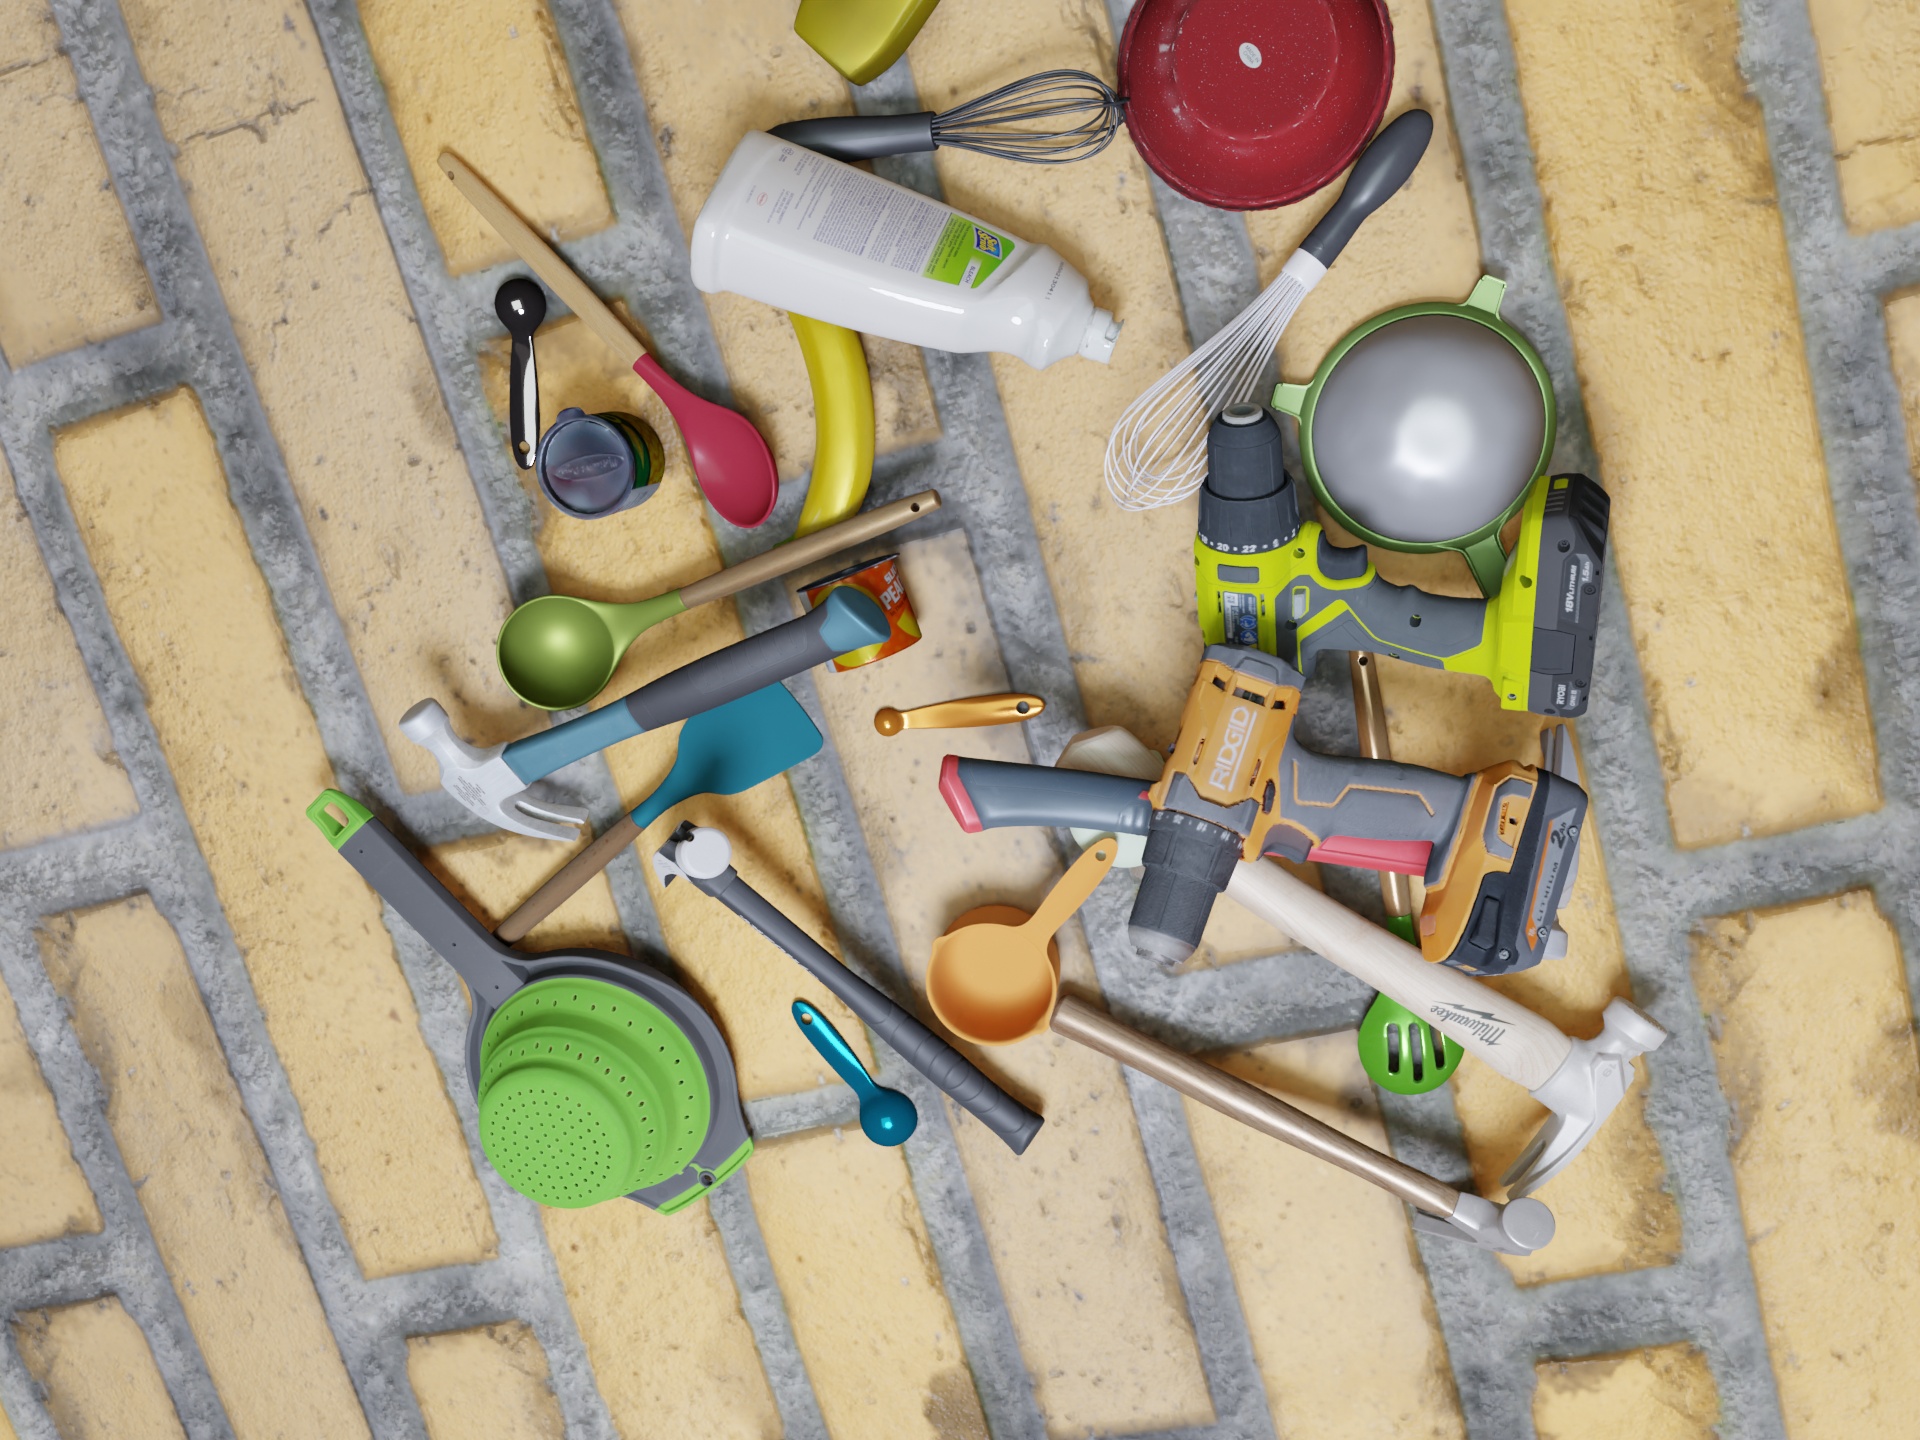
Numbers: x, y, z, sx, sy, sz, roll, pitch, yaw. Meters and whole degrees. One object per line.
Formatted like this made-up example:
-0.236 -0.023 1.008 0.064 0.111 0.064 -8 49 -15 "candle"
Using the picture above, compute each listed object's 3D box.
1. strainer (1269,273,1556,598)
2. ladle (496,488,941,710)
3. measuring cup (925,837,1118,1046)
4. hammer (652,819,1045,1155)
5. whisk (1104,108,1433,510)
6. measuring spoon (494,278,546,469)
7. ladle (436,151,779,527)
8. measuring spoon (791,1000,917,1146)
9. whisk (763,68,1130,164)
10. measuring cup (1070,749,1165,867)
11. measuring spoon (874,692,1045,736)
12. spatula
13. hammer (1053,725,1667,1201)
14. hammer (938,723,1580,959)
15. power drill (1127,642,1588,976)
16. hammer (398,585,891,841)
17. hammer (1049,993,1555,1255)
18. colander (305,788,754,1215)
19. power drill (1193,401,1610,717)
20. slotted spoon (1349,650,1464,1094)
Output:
0.301 -0.123 0.942 0.151 0.069 0.256 -26 96 14 "strainer"
-0.159 -0.084 1.021 0.320 0.062 0.078 -19 105 20 "ladle"
0.049 0.136 1.056 0.095 0.052 0.173 38 105 -1 "measuring cup"
-0.071 0.184 1.070 0.334 0.146 0.035 42 72 -13 "hammer"
0.183 -0.240 0.943 0.070 0.070 0.284 38 102 -1 "whisk"
-0.290 -0.227 1.046 0.034 0.018 0.124 4 105 9 "measuring spoon"
-0.225 -0.249 1.023 0.315 0.031 0.069 46 130 0 "ladle"
-0.079 0.251 1.121 0.042 0.021 0.128 -37 96 16 "measuring spoon"
-0.016 -0.356 0.957 0.239 0.055 0.055 0 103 15 "whisk"
0.145 0.082 1.033 0.167 0.038 0.083 30 106 4 "measuring cup"
-0.002 -0.003 1.053 0.117 0.011 0.021 -6 102 11 "measuring spoon"
-0.235 0.081 1.109 0.317 0.044 0.082 -39 94 20 "spatula"
0.231 0.140 1.001 0.410 0.038 0.146 33 101 -2 "hammer"
0.180 0.047 0.957 0.386 0.038 0.143 9 79 -3 "hammer"
0.214 0.076 0.897 0.226 0.084 0.185 20 80 3 "power drill"
-0.196 -0.011 1.017 0.331 0.033 0.128 -21 121 21 "hammer"
0.212 0.263 1.041 0.331 0.130 0.031 24 73 14 "hammer"
-0.321 0.210 1.100 0.204 0.094 0.397 -40 97 22 "colander"
0.245 -0.088 0.911 0.228 0.080 0.190 6 128 22 "power drill"
0.276 0.100 1.022 0.070 0.031 0.313 -9 100 7 "slotted spoon"
